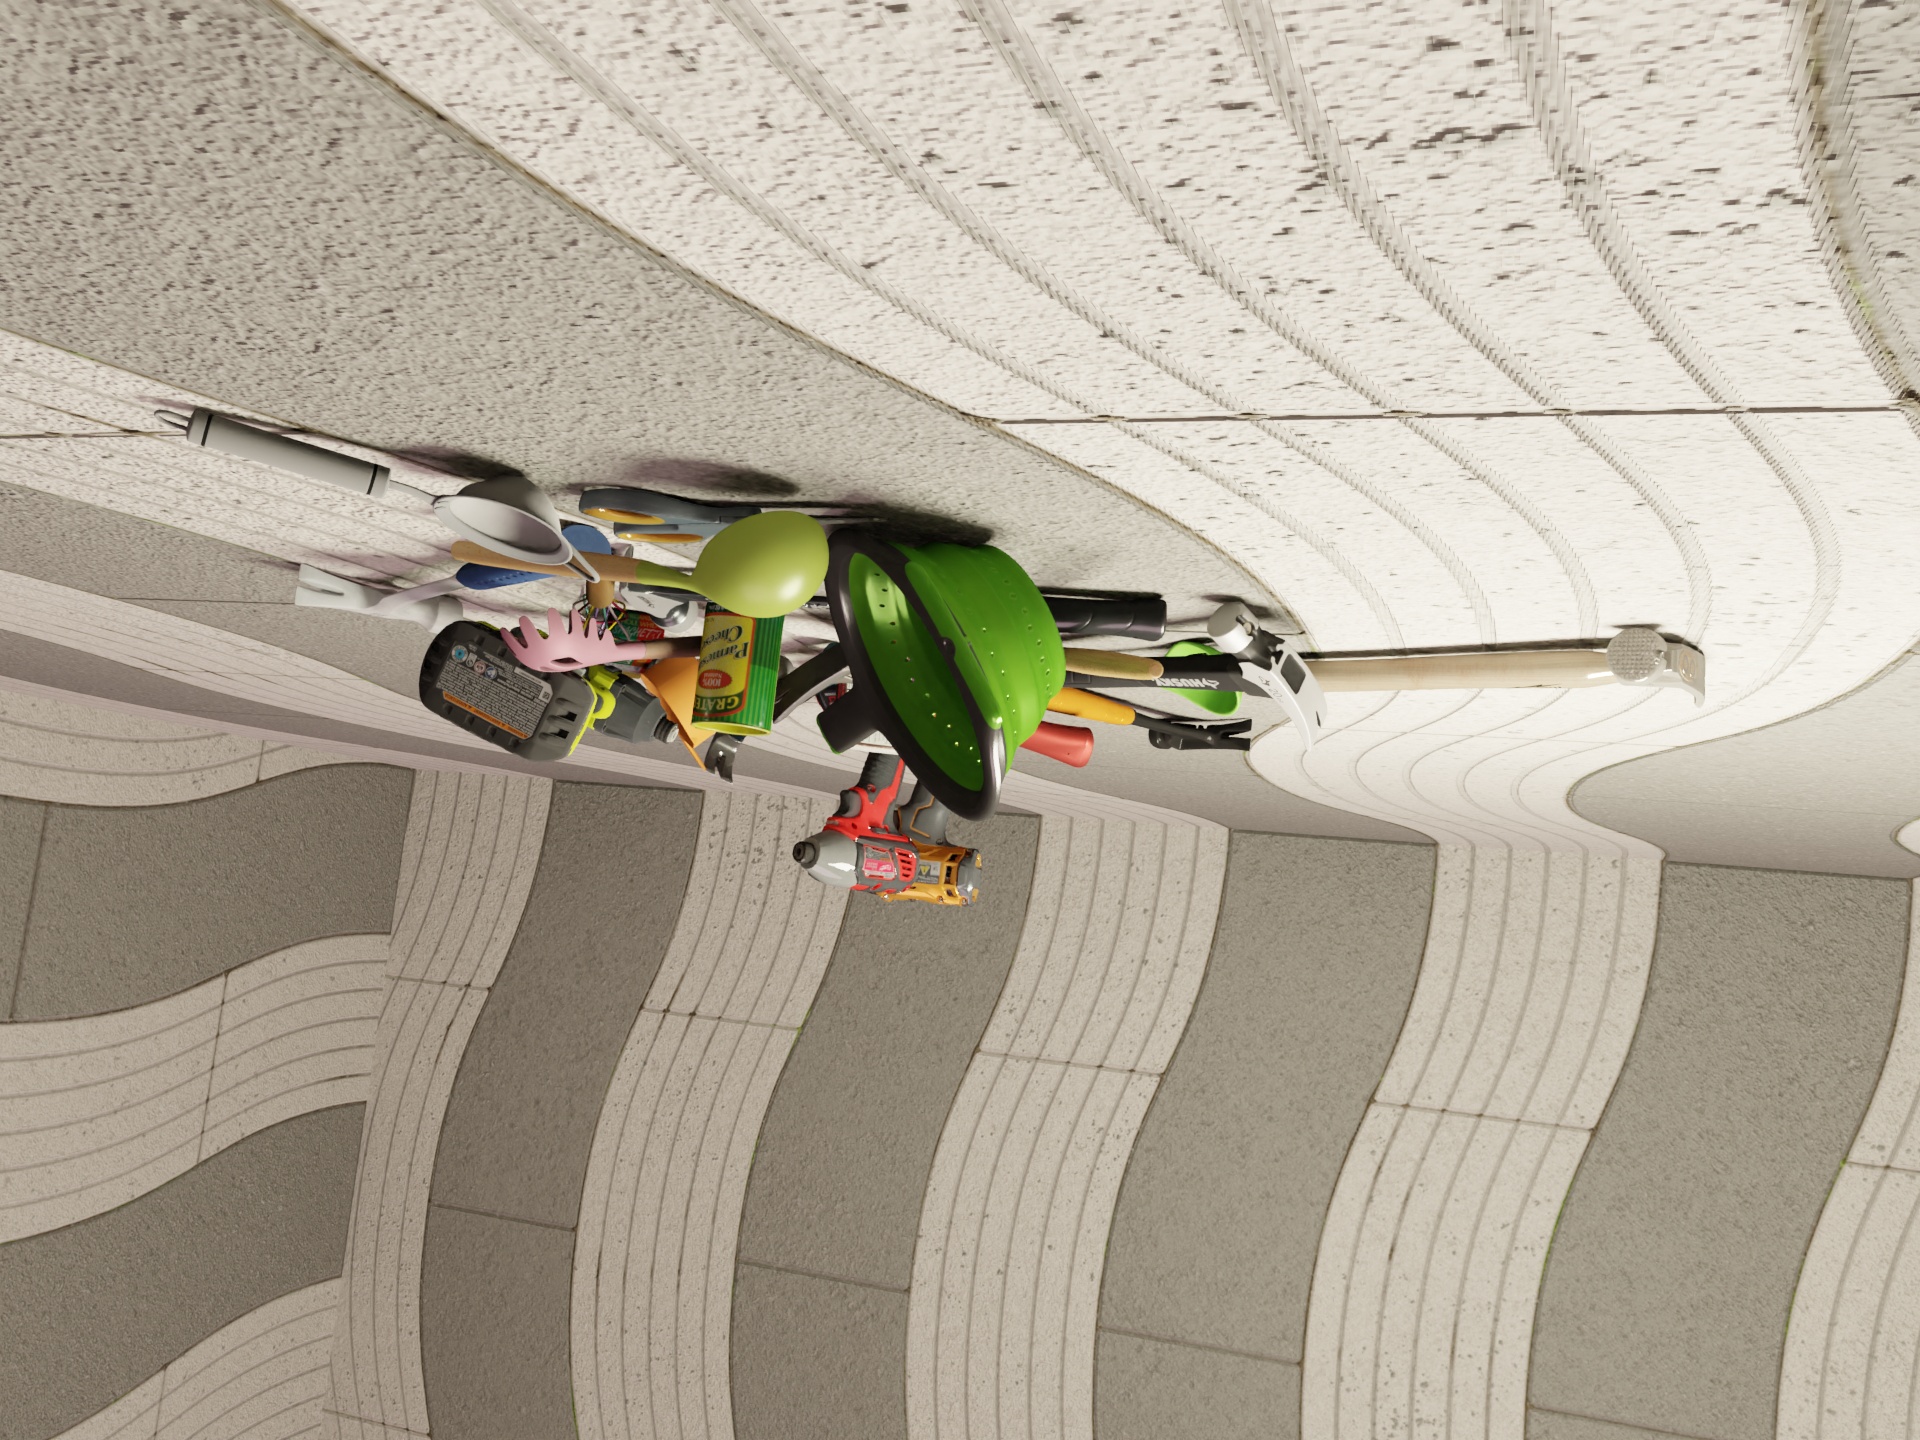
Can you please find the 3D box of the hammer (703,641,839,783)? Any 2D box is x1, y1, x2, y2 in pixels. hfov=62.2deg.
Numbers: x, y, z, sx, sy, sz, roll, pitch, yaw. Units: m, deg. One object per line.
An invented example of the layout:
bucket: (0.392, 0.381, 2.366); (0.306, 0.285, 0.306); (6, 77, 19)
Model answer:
hammer: (-0.181, -0.019, 1.570); (0.033, 0.128, 0.331); (30, 157, -17)

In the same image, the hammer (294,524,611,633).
hammer: (-0.387, -0.109, 1.227); (0.144, 0.035, 0.405); (11, 171, -38)

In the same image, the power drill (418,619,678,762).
power drill: (-0.339, -0.023, 1.335); (0.171, 0.080, 0.223); (27, -175, 5)

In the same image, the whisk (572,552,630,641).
whisk: (-0.283, -0.097, 1.256); (0.047, 0.051, 0.245); (-14, 174, -15)

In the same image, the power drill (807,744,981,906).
power drill: (-0.063, 0.078, 1.678); (0.185, 0.226, 0.084); (4, 172, 10)

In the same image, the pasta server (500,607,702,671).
pasta server: (-0.247, -0.066, 1.300); (0.060, 0.040, 0.316); (-23, 173, 29)

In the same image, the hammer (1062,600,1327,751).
hammer: (0.140, -0.036, 1.261); (0.146, 0.035, 0.335); (41, 158, -31)

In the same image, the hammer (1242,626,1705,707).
hammer: (0.354, -0.034, 1.237); (0.411, 0.038, 0.146); (0, 172, 41)

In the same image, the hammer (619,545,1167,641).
hammer: (-0.054, -0.086, 1.160); (0.409, 0.036, 0.149); (4, 172, 11)

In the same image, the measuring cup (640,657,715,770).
measuring cup: (-0.256, -0.004, 1.559); (0.095, 0.052, 0.173); (47, 166, 25)

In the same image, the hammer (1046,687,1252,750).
hammer: (0.149, -0.009, 1.598); (0.336, 0.034, 0.127); (13, 171, -43)

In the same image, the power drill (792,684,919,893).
power drill: (-0.098, 0.057, 1.564); (0.078, 0.220, 0.143); (-2, 170, 44)

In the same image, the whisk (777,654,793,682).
whisk: (-0.186, -0.045, 1.459); (0.055, 0.055, 0.239); (8, 177, -17)

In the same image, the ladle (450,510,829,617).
ladle: (-0.214, -0.107, 1.001); (0.320, 0.062, 0.078); (9, 173, 35)

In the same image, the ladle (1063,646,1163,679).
ladle: (0.076, -0.044, 1.150); (0.069, 0.031, 0.315); (-9, -173, -16)

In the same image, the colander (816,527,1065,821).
colander: (-0.021, -0.034, 1.092); (0.094, 0.204, 0.397); (-28, 180, -18)

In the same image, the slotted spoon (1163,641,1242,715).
slotted spoon: (0.119, -0.041, 1.369); (0.314, 0.070, 0.031); (4, -143, 47)

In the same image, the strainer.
strainer: (-0.332, -0.140, 0.931); (0.258, 0.050, 0.087); (16, 163, -25)

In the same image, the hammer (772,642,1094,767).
hammer: (-0.002, -0.005, 1.445); (0.149, 0.037, 0.358); (-30, 150, 30)
